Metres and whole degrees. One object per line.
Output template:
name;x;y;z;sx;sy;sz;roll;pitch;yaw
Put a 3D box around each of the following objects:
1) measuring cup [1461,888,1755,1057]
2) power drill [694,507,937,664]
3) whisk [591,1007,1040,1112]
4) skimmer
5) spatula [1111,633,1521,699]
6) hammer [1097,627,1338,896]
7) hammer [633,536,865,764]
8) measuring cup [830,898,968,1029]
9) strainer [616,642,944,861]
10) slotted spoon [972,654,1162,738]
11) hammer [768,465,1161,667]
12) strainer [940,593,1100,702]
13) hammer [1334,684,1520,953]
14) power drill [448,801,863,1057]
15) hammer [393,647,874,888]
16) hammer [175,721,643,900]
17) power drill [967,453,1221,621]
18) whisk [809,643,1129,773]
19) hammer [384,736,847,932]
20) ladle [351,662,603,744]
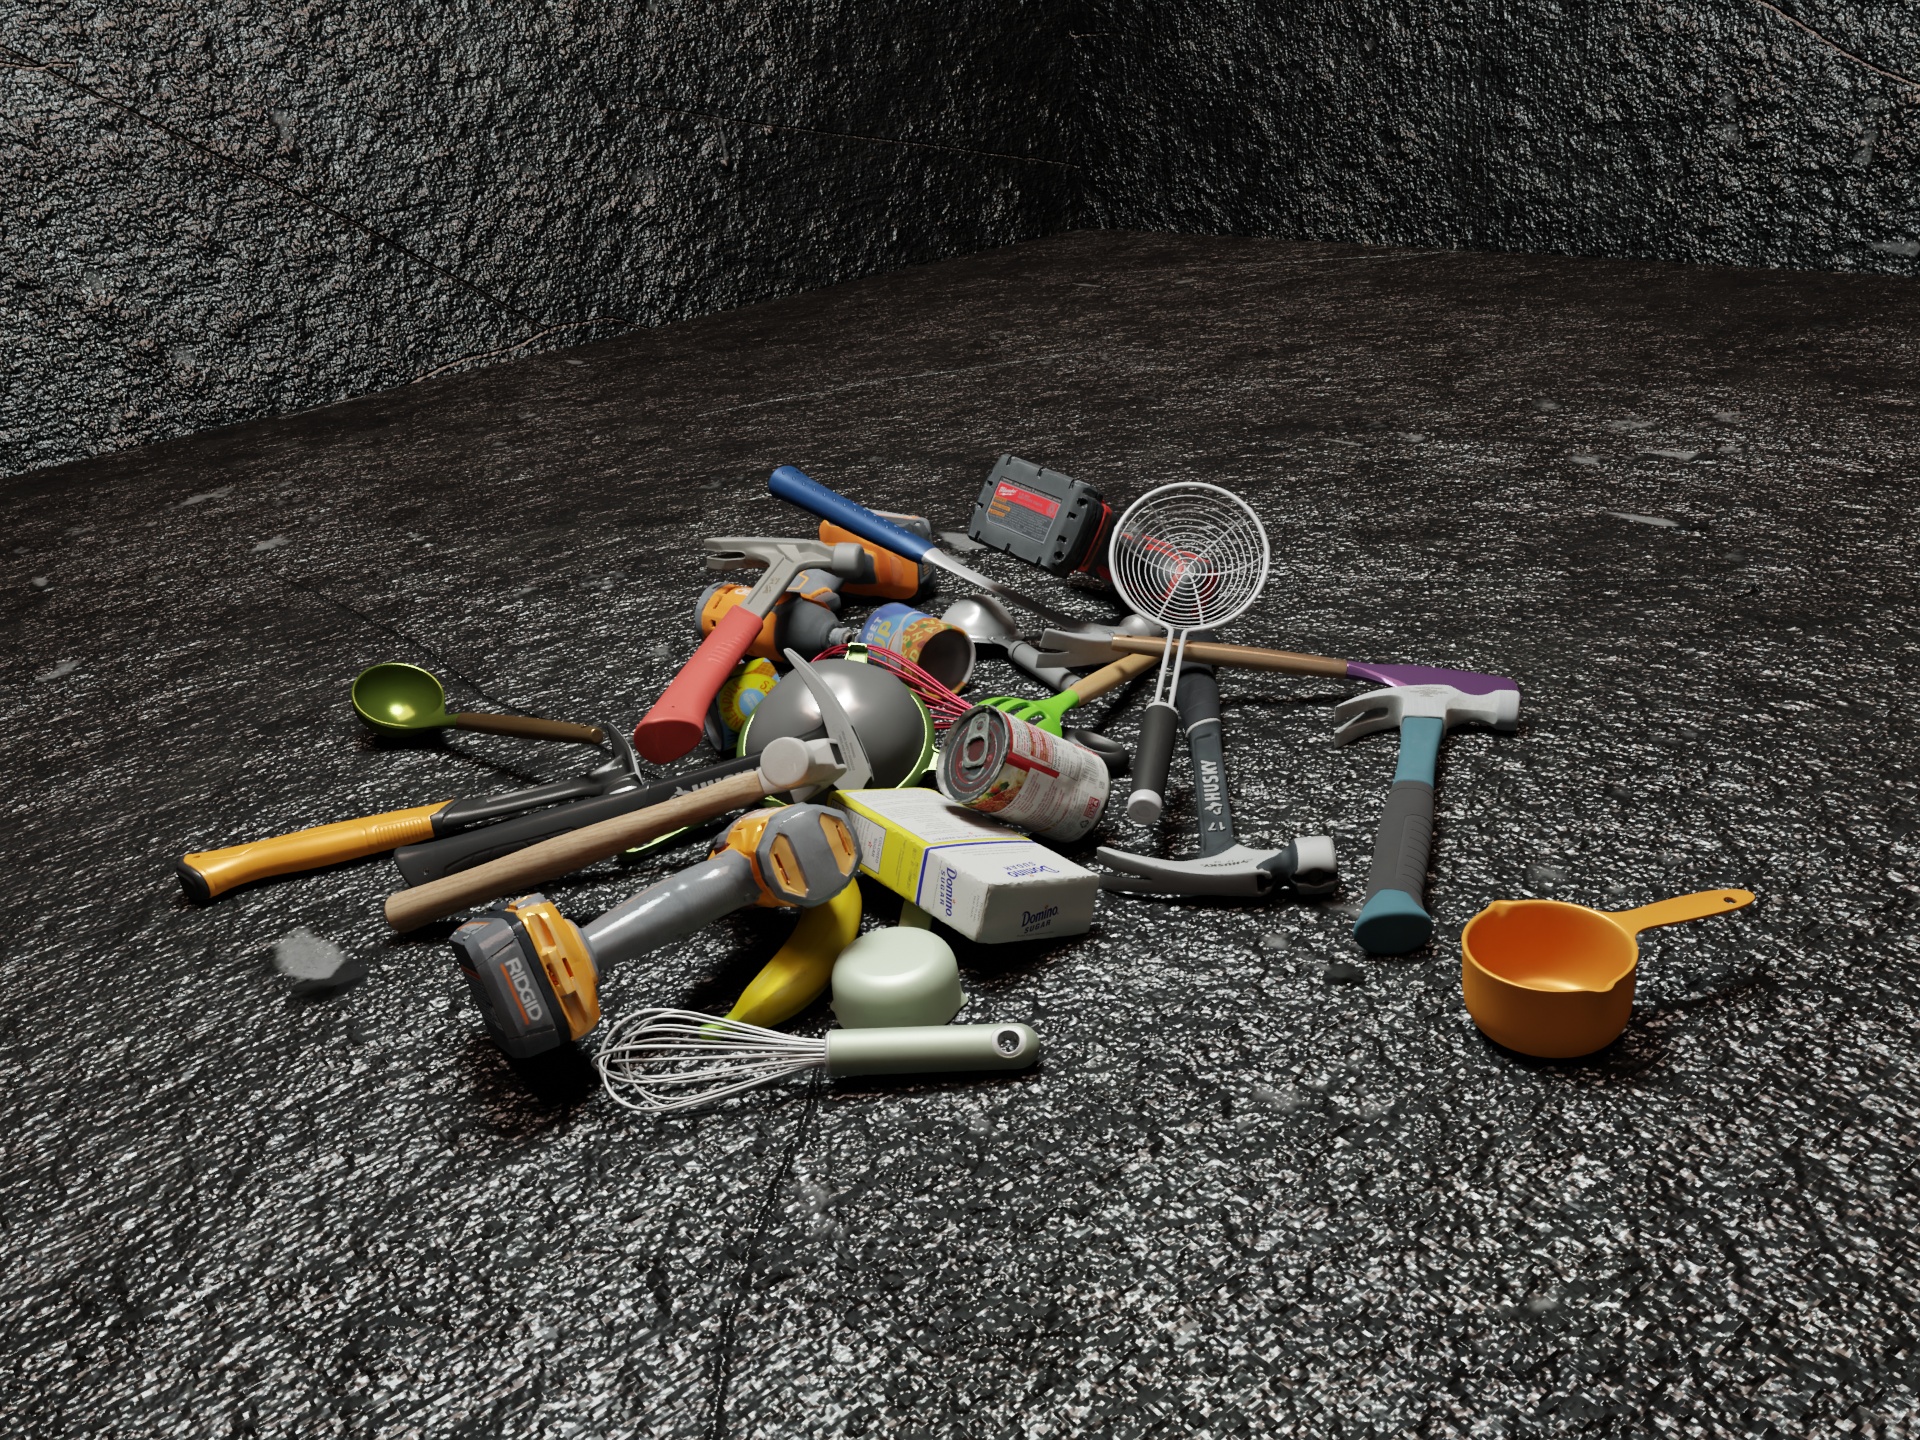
measuring cup;0.352;0.132;0.858;0.173;0.052;0.095;-11;25;-14
power drill;-0.118;-0.122;1.504;0.164;0.084;0.226;14;35;33
whisk;-0.079;0.183;0.873;0.246;0.059;0.058;-2;61;1
skimmer;0.156;-0.061;1.162;0.127;0.090;0.363;10;33;8
spatula;0.275;-0.042;1.242;0.316;0.018;0.060;8;27;7
hammer;0.176;0.018;1.172;0.149;0.036;0.409;-5;24;7
hammer;-0.193;-0.069;1.288;0.149;0.036;0.359;2;29;12
measuring cup;-0.034;0.131;0.973;0.083;0.038;0.168;-3;26;8
strainer;-0.140;0.023;1.159;0.256;0.069;0.152;-27;53;-18
slotted spoon;0.095;-0.024;1.233;0.070;0.031;0.314;28;26;21
hammer;-0.022;-0.143;1.422;0.406;0.035;0.144;29;27;30
strainer;0.049;-0.064;1.380;0.086;0.050;0.259;-4;24;-30
hammer;0.301;0.054;1.059;0.128;0.033;0.331;3;26;19
power drill;-0.187;0.115;0.964;0.226;0.084;0.185;-25;5;-23
hammer;-0.230;0.056;1.110;0.335;0.146;0.035;-16;4;0
hammer;-0.411;0.074;1.203;0.337;0.034;0.127;-13;26;-13
power drill;0.106;-0.161;1.415;0.188;0.080;0.226;29;8;40
whisk;-0.002;-0.004;1.245;0.296;0.073;0.073;16;32;28
hammer;-0.229;0.077;1.048;0.331;0.031;0.130;-20;-6;12
ladle;-0.397;-0.009;1.306;0.320;0.062;0.078;5;24;41
